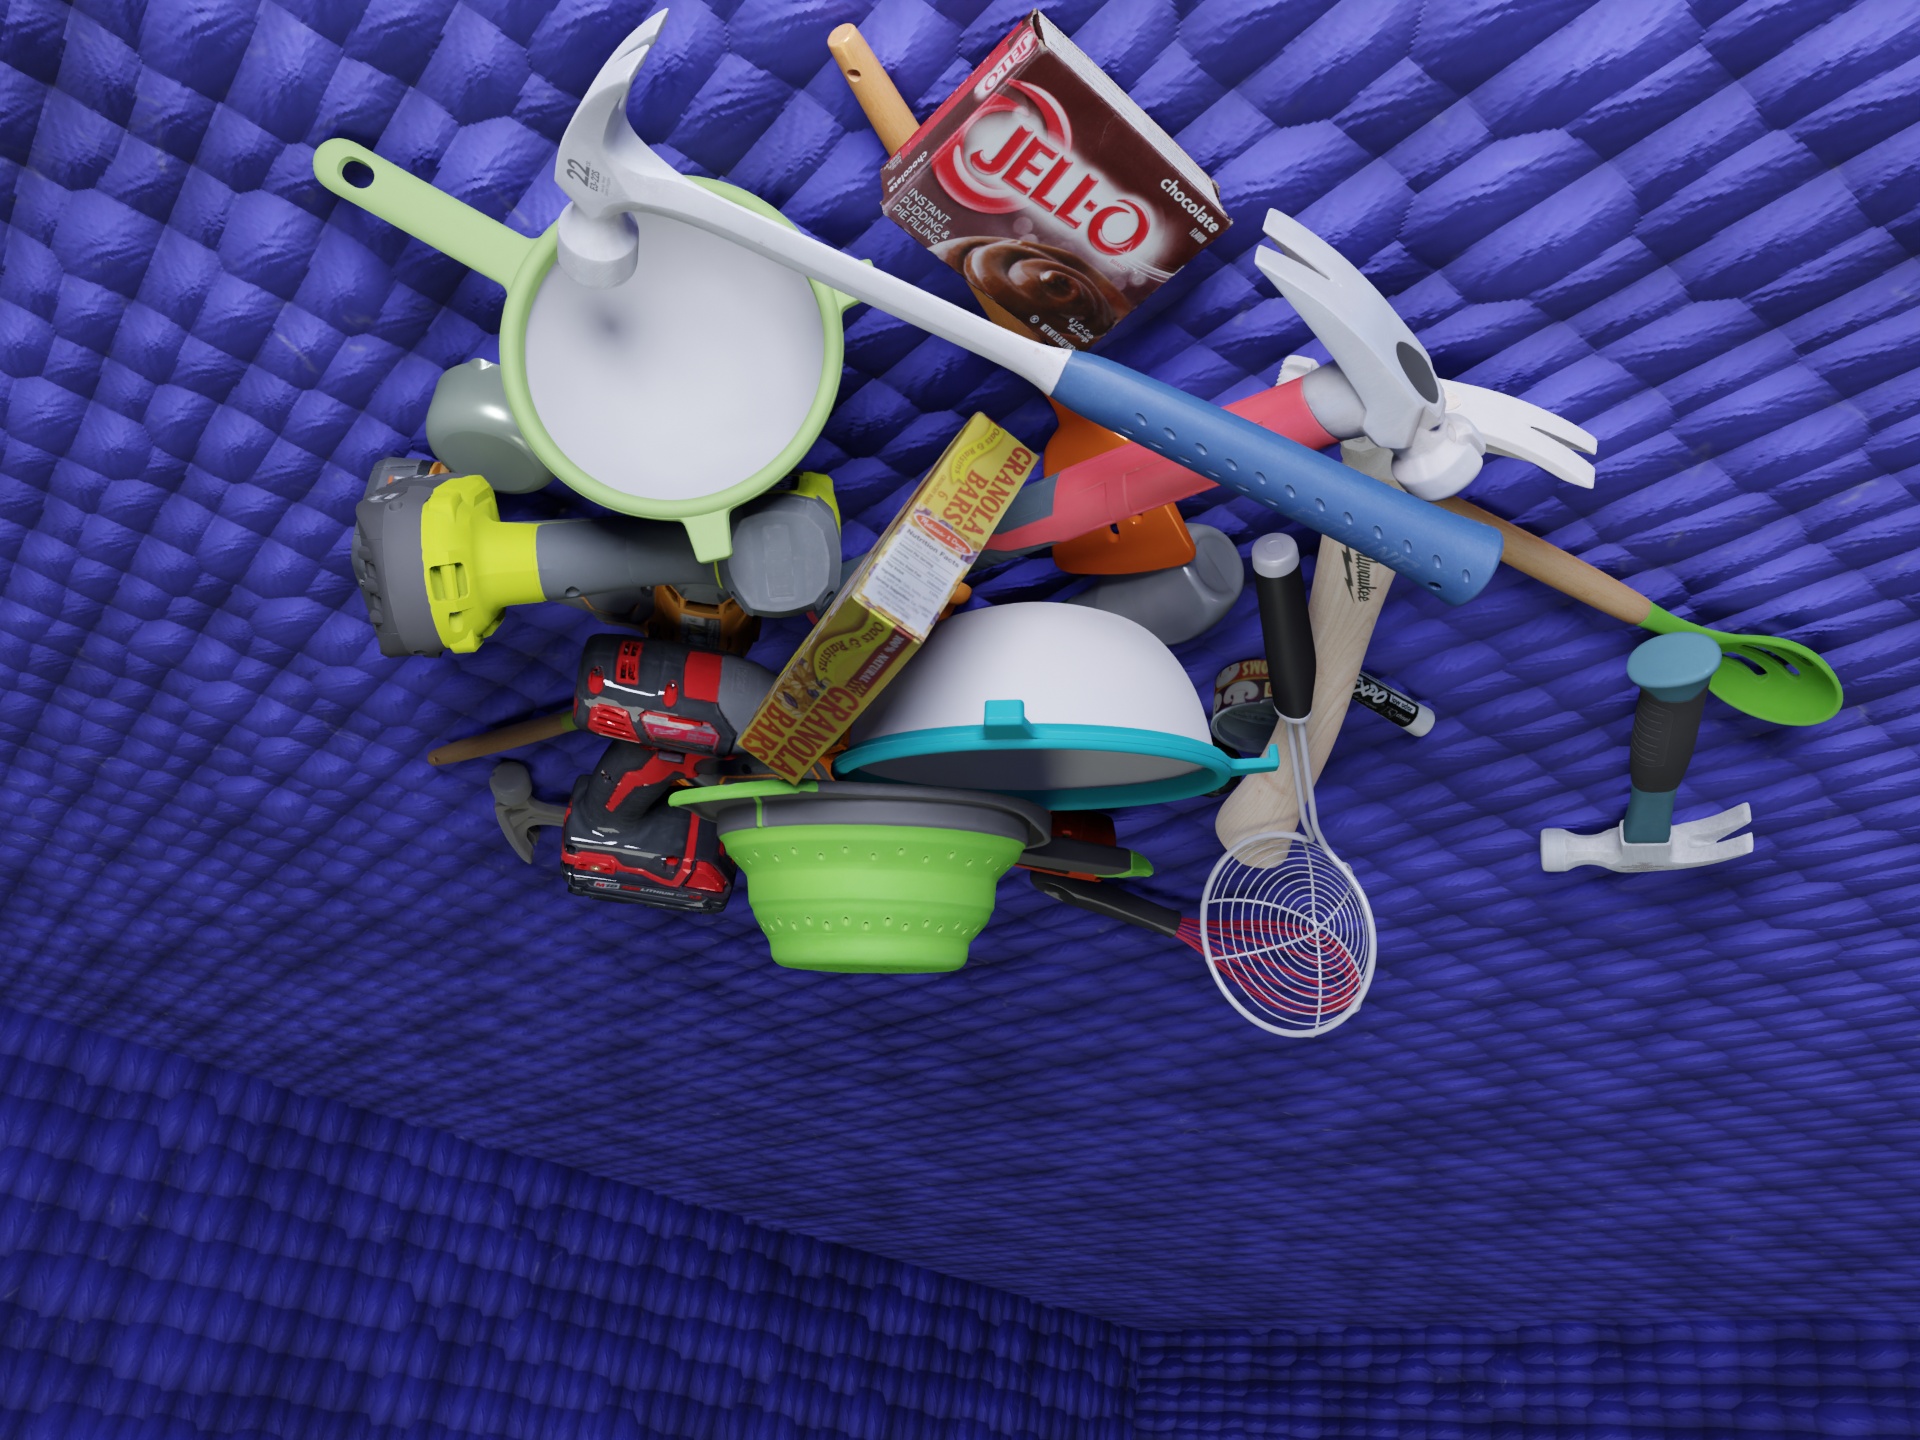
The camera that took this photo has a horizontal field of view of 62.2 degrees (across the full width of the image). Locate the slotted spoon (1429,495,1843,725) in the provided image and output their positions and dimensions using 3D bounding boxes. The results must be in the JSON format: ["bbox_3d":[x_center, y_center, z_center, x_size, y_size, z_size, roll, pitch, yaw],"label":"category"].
[{"bbox_3d":[0.340,-0.068,0.837,0.313,0.031,0.070,22,159,-18],"label":"slotted spoon"}]

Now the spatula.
[{"bbox_3d":[0.023,-0.175,0.725,0.081,0.041,0.322,-1,149,30],"label":"spatula"}]

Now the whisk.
[{"bbox_3d":[0.195,0.174,1.307,0.295,0.073,0.073,21,151,-6],"label":"whisk"}]

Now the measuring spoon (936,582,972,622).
[{"bbox_3d":[-0.021,-0.056,0.991,0.021,0.011,0.117,18,151,-15],"label":"measuring spoon"}]

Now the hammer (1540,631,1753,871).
[{"bbox_3d":[0.416,0.030,0.953,0.128,0.033,0.330,-2,157,19],"label":"hammer"}]

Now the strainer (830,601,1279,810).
[{"bbox_3d":[-0.001,-0.003,0.897,0.210,0.095,0.340,9,167,-37],"label":"strainer"}]

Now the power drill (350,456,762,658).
[{"bbox_3d":[-0.233,-0.072,0.963,0.226,0.084,0.185,8,154,-6],"label":"power drill"}]

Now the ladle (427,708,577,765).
[{"bbox_3d":[-0.310,0.011,1.164,0.320,0.062,0.078,-12,114,41],"label":"ladle"}]

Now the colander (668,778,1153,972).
[{"bbox_3d":[0.001,0.108,0.967,0.204,0.094,0.396,-7,166,38],"label":"colander"}]

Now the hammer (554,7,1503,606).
[{"bbox_3d":[0.031,-0.145,0.633,0.405,0.035,0.144,24,158,-6],"label":"hammer"}]

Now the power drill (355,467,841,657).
[{"bbox_3d":[-0.172,-0.090,0.806,0.223,0.080,0.171,-5,-163,-3],"label":"power drill"}]

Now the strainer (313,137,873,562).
[{"bbox_3d":[-0.171,-0.188,0.723,0.256,0.151,0.069,29,180,3],"label":"strainer"}]

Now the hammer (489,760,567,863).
[{"bbox_3d":[-0.205,0.106,1.324,0.359,0.037,0.149,9,152,2],"label":"hammer"}]

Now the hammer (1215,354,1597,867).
[{"bbox_3d":[0.211,-0.027,0.877,0.146,0.038,0.410,15,147,9],"label":"hammer"}]

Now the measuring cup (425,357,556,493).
[{"bbox_3d":[-0.205,-0.149,0.847,0.167,0.038,0.083,6,152,11],"label":"measuring cup"}]

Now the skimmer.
[{"bbox_3d":[0.173,0.049,0.893,0.127,0.090,0.362,36,158,37],"label":"skimmer"}]

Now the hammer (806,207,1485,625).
[{"bbox_3d":[0.041,-0.112,0.762,0.386,0.038,0.143,-15,135,45],"label":"hammer"}]

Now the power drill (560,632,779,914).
[{"bbox_3d":[-0.173,0.033,0.988,0.143,0.079,0.219,9,143,-13],"label":"power drill"}]

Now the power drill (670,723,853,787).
[{"bbox_3d":[-0.117,0.041,1.133,0.226,0.084,0.164,-16,143,32],"label":"power drill"}]
